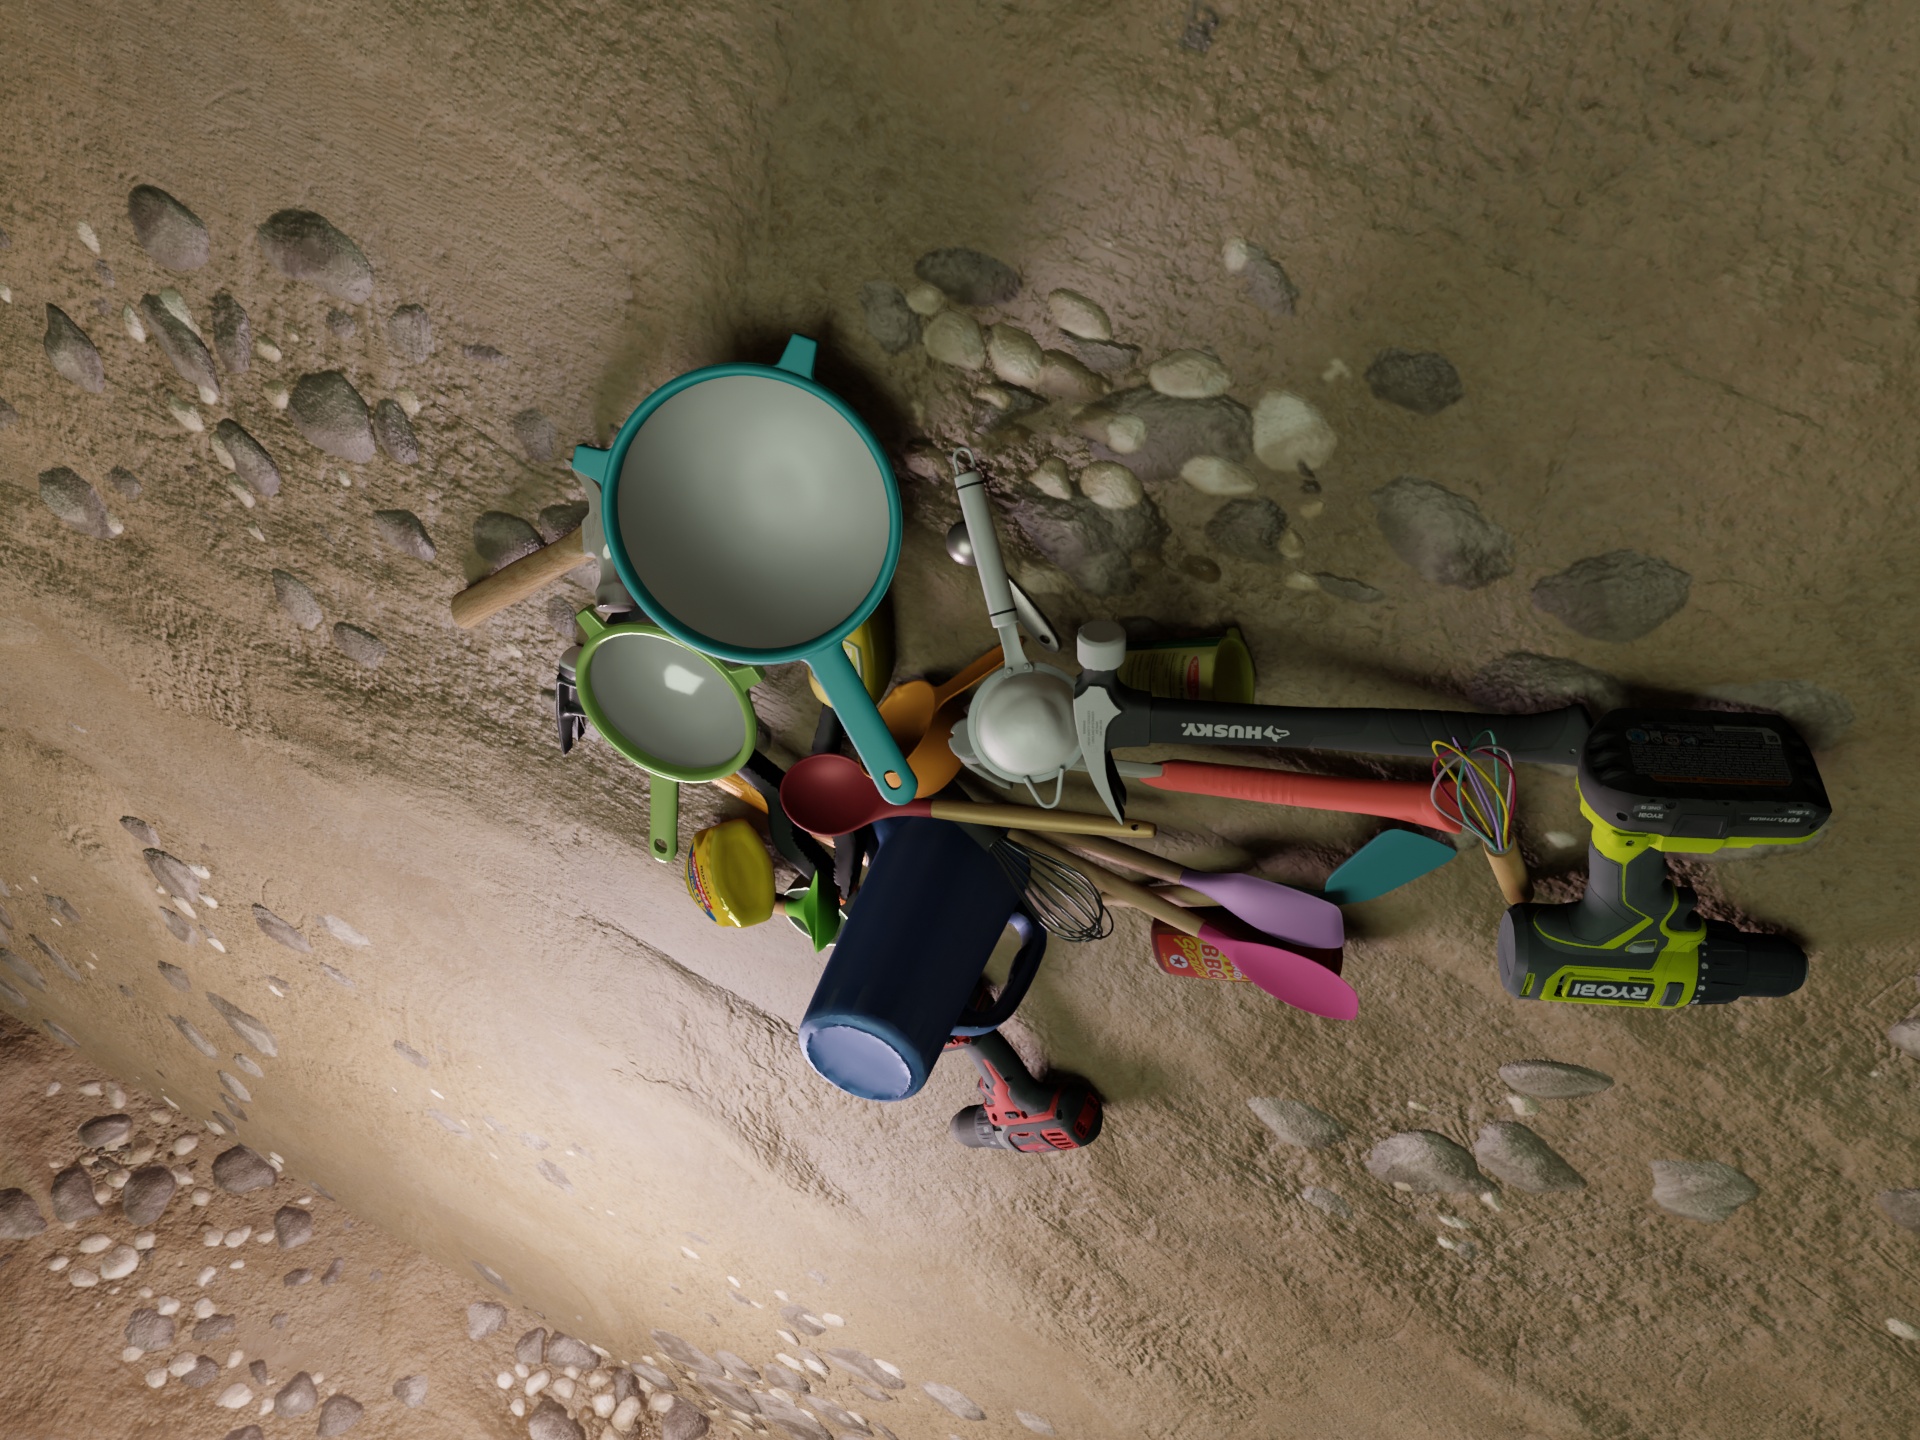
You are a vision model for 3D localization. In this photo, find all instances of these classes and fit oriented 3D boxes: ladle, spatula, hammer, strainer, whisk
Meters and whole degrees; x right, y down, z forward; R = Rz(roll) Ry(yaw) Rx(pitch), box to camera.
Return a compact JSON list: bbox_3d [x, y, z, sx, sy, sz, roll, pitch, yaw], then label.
[{"bbox_3d":[0.003,0.071,1.273,0.315,0.069,0.031,5,170,21],"label":"ladle"},{"bbox_3d":[0.224,0.122,1.226,0.082,0.044,0.317,19,161,-37],"label":"spatula"},{"bbox_3d":[-0.357,-0.128,1.333,0.331,0.031,0.130,-13,79,52],"label":"hammer"},{"bbox_3d":[-0.224,0.009,1.268,0.151,0.069,0.256,18,134,8],"label":"strainer"},{"bbox_3d":[0.031,-0.062,1.093,0.087,0.050,0.258,-15,92,-1],"label":"strainer"},{"bbox_3d":[0.031,0.097,1.298,0.239,0.055,0.055,42,142,15],"label":"whisk"},{"bbox_3d":[-0.222,0.050,1.455,0.337,0.034,0.127,26,139,9],"label":"hammer"},{"bbox_3d":[-0.111,-0.099,1.146,0.211,0.095,0.340,-24,107,14],"label":"strainer"},{"bbox_3d":[0.241,0.010,1.033,0.335,0.035,0.146,3,126,9],"label":"hammer"},{"bbox_3d":[0.345,0.068,1.033,0.047,0.051,0.244,8,159,31],"label":"whisk"},{"bbox_3d":[0.153,0.115,1.237,0.316,0.018,0.059,18,137,35],"label":"spatula"},{"bbox_3d":[0.178,0.043,1.153,0.359,0.037,0.149,6,171,19],"label":"hammer"}]

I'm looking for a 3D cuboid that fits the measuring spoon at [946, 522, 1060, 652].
[{"bbox_3d":[0.031,-0.091,1.156,0.034,0.018,0.124,-22,116,45],"label":"measuring spoon"}]

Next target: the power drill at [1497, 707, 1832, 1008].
[{"bbox_3d":[0.457,0.102,1.005,0.190,0.080,0.228,2,135,7],"label":"power drill"}]

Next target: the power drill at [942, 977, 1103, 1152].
[{"bbox_3d":[0.011,0.347,1.567,0.188,0.080,0.226,-20,120,45],"label":"power drill"}]

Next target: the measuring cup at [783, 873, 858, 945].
[{"bbox_3d":[-0.088,0.182,1.496,0.168,0.038,0.083,10,135,23],"label":"measuring cup"}]

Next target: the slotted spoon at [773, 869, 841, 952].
[{"bbox_3d":[-0.158,0.166,1.446,0.031,0.070,0.314,2,176,-21],"label":"slotted spoon"}]

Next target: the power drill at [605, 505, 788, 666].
[{"bbox_3d":[-0.204,-0.092,1.273,0.143,0.079,0.219,35,137,-2],"label":"power drill"}]

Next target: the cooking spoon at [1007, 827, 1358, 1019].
[{"bbox_3d":[0.170,0.154,1.260,0.319,0.017,0.068,25,145,28],"label":"cooking spoon"}]

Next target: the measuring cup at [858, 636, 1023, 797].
[{"bbox_3d":[-0.002,-0.004,1.235,0.173,0.095,0.052,-35,126,26],"label":"measuring cup"}]
